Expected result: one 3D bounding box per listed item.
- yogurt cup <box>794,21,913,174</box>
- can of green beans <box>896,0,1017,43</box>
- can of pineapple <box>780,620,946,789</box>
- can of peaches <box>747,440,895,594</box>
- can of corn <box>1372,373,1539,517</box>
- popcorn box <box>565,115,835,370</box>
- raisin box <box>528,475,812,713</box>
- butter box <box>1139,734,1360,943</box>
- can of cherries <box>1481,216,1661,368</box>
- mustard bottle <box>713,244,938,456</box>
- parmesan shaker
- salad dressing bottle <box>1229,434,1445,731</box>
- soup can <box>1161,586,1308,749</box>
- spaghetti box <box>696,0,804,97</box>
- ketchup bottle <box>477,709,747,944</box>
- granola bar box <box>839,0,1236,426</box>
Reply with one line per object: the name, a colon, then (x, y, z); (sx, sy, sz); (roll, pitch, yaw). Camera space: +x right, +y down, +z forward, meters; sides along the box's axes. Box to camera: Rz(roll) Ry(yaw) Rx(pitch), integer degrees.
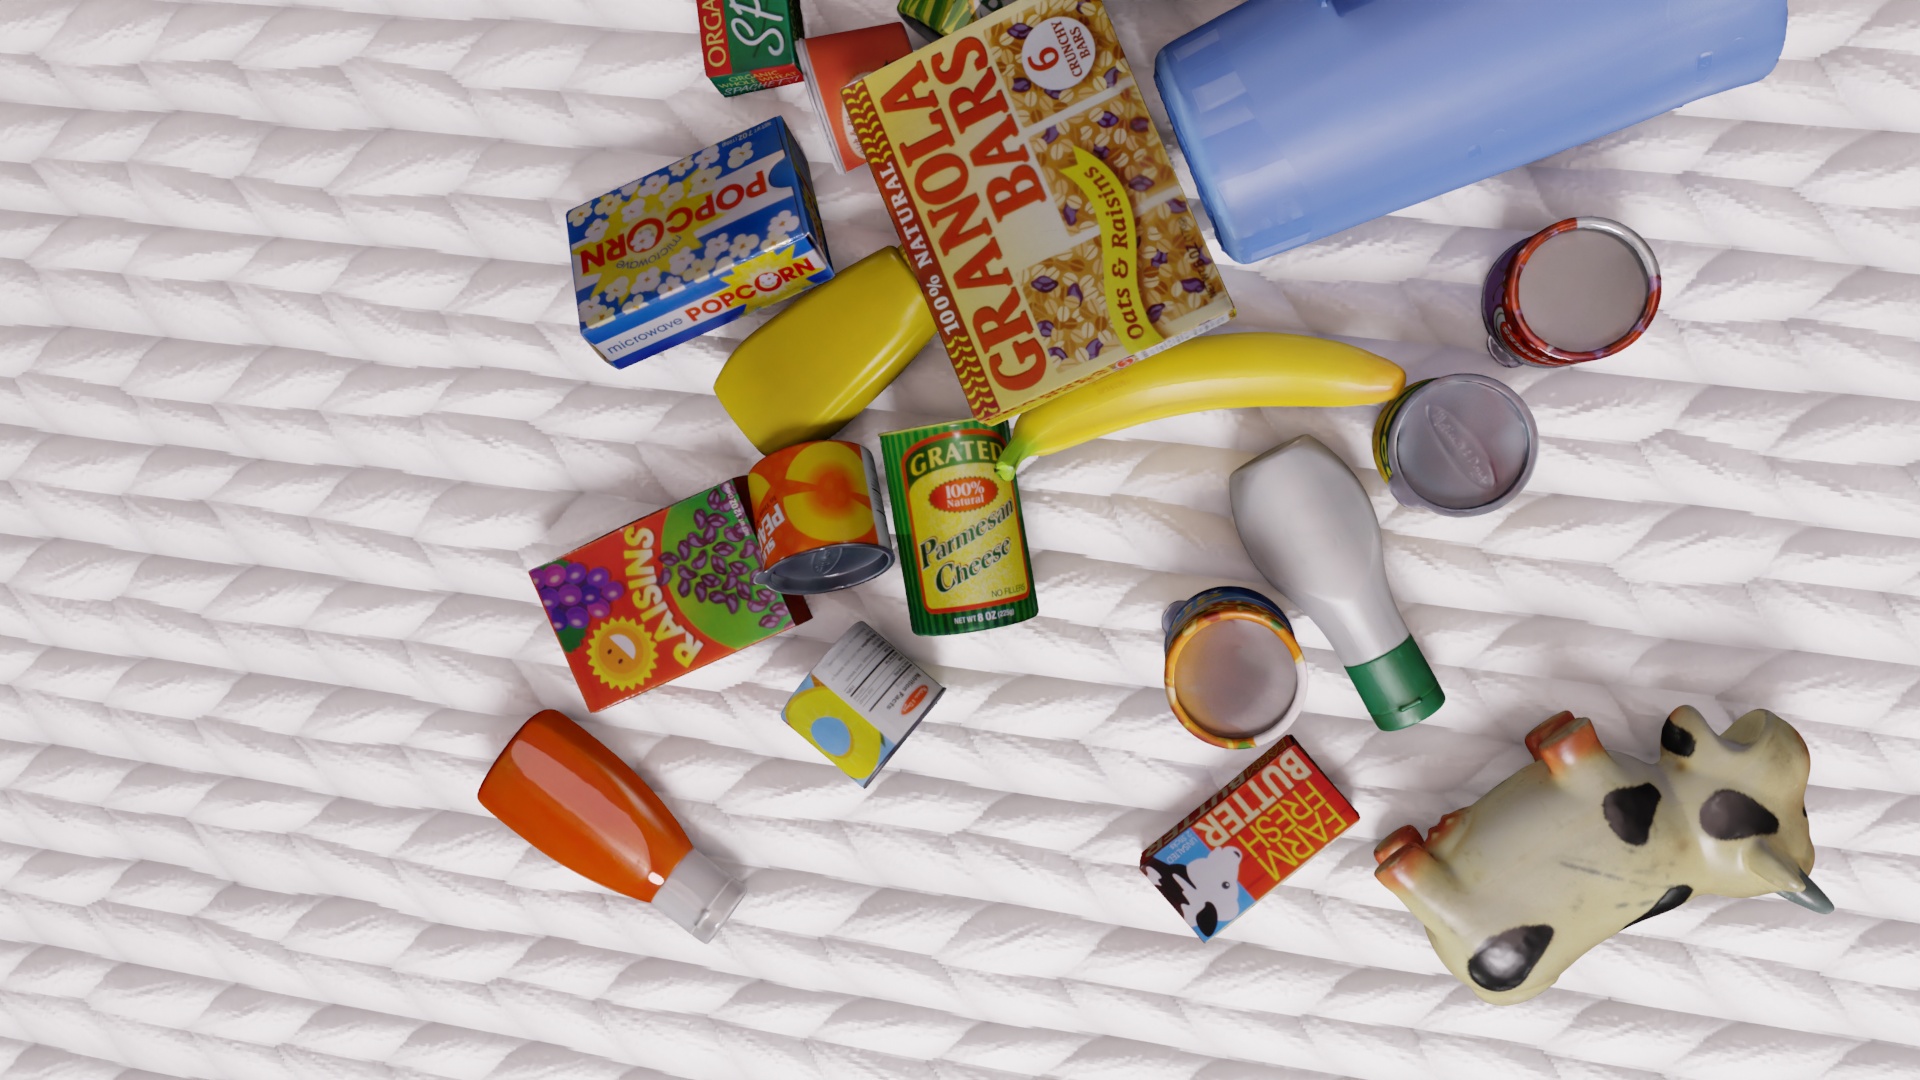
yogurt cup: (-0.046, -0.222, 0.688); (0.054, 0.072, 0.072); (-17, 92, 2)
can of green beans: (0.011, -0.263, 0.673); (0.071, 0.071, 0.057); (35, 99, 5)
can of pineapple: (-0.050, 0.084, 0.711); (0.058, 0.071, 0.071); (39, 99, 4)
can of peaches: (-0.073, -0.011, 0.697); (0.071, 0.071, 0.058); (-16, 70, 10)
can of corn: (0.231, -0.044, 0.661); (0.071, 0.058, 0.071); (1, 95, 8)
popcorn box: (-0.133, -0.149, 0.699); (0.126, 0.038, 0.085); (-21, 58, 10)
raisin box: (-0.153, 0.028, 0.735); (0.123, 0.040, 0.086); (-24, 92, 8)
butter box: (0.146, 0.151, 0.706); (0.103, 0.024, 0.053); (-42, 88, 10)
can of cherries: (0.282, -0.112, 0.648); (0.071, 0.058, 0.071); (1, 94, 8)
mustard bottle: (-0.048, -0.108, 0.703); (0.160, 0.049, 0.065); (-37, 86, 9)
parmesan shaker: (0.002, -0.009, 0.696); (0.071, 0.071, 0.103); (-9, 93, 9)
salad dressing bottle: (0.186, 0.022, 0.681); (0.064, 0.044, 0.147); (-29, 91, 8)
soup can: (0.129, 0.058, 0.672); (0.071, 0.084, 0.071); (1, 95, 9)
spaghetti box: (-0.117, -0.357, 0.705); (0.050, 0.029, 0.249); (-6, 93, 10)
ketchup bottle: (-0.184, 0.158, 0.747); (0.149, 0.043, 0.064); (37, 100, 4)
granola bar box: (0.034, -0.151, 0.625); (0.124, 0.039, 0.165); (-23, 85, 11)
